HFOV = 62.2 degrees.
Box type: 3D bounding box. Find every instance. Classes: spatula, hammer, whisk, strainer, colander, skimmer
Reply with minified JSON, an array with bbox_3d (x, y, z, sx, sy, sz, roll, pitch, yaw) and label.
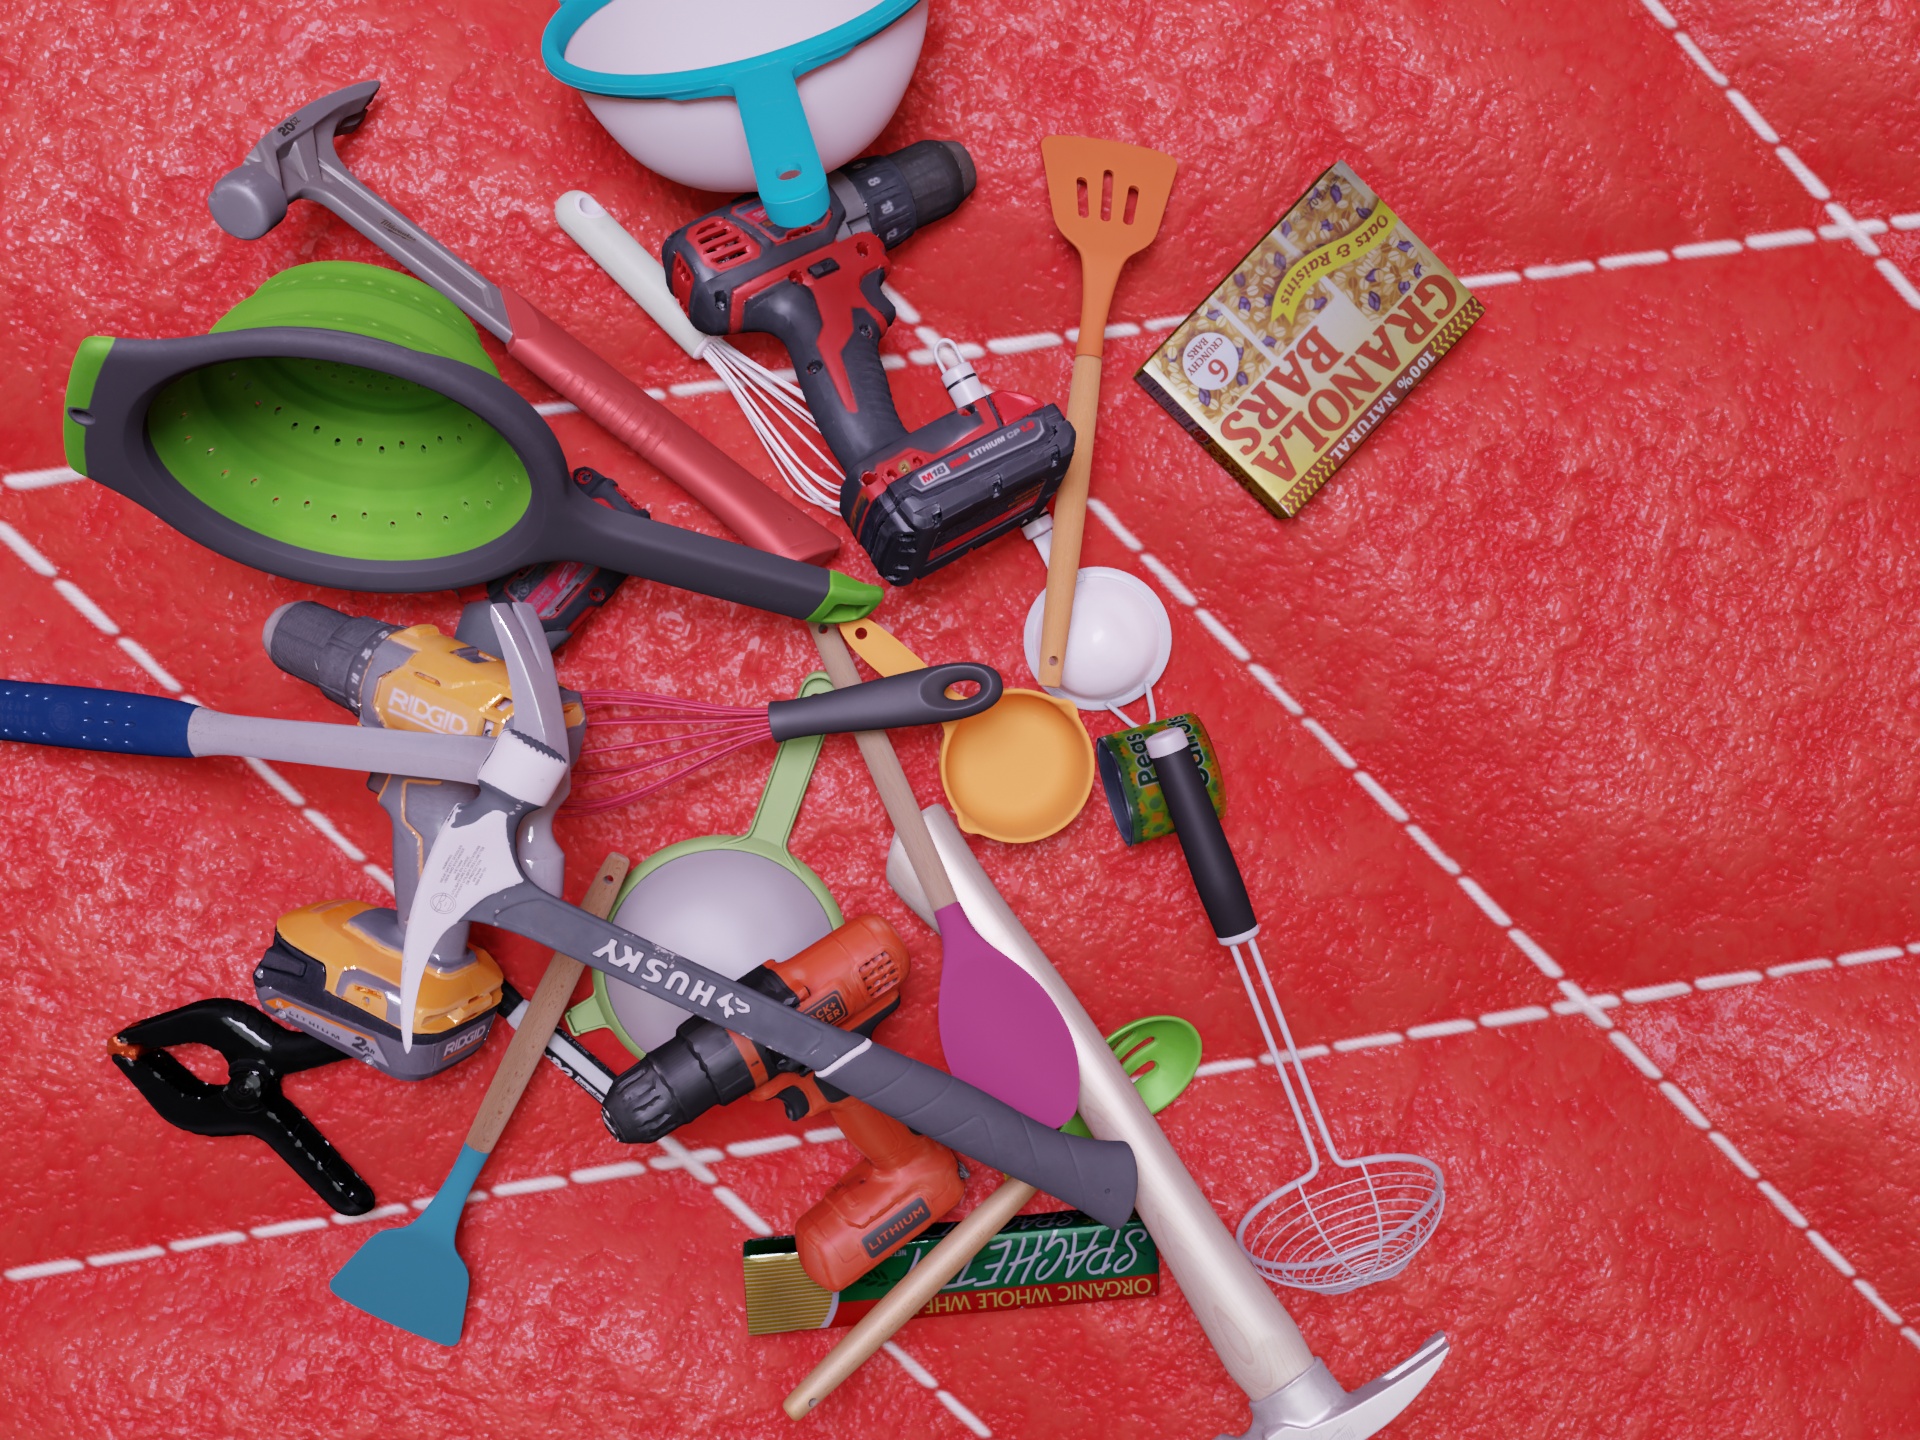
[{"bbox_3d":[-0.263,0.216,0.908,0.082,0.044,0.317,27,93,-4],"label":"spatula"},{"bbox_3d":[0.096,0.218,0.885,0.146,0.038,0.411,-35,81,4],"label":"hammer"},{"bbox_3d":[-0.122,0.003,0.880,0.296,0.073,0.073,-9,95,7],"label":"whisk"},{"bbox_3d":[-0.381,0.001,0.817,0.405,0.035,0.144,5,95,18],"label":"hammer"},{"bbox_3d":[-0.092,-0.298,0.792,0.211,0.341,0.095,-16,135,-1],"label":"strainer"},{"bbox_3d":[-0.214,-0.200,0.872,0.359,0.149,0.036,37,129,-16],"label":"hammer"},{"bbox_3d":[-0.220,-0.134,0.801,0.396,0.204,0.095,13,60,-27],"label":"colander"},{"bbox_3d":[0.047,-0.105,0.921,0.087,0.050,0.258,-28,92,12],"label":"strainer"},{"bbox_3d":[0.069,-0.178,0.900,0.081,0.041,0.322,7,88,-4],"label":"spatula"},{"bbox_3d":[-0.077,0.163,0.783,0.408,0.036,0.149,30,87,-20],"label":"hammer"},{"bbox_3d":[0.176,0.171,0.917,0.127,0.090,0.363,-21,97,5],"label":"skimmer"},{"bbox_3d":[-0.119,0.094,0.903,0.151,0.069,0.256,20,93,-6],"label":"strainer"},{"bbox_3d":[-0.137,-0.207,0.897,0.246,0.059,0.058,45,46,-2],"label":"whisk"}]

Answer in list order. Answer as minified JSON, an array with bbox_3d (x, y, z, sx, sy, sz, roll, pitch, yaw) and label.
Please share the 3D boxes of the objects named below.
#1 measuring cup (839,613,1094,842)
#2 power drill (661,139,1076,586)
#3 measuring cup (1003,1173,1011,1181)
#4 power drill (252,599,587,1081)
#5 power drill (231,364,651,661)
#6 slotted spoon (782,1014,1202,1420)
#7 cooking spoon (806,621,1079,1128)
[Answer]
[{"bbox_3d":[-0.001,-0.003,0.917,0.173,0.052,0.095,40,90,-4],"label":"measuring cup"},{"bbox_3d":[-0.029,-0.207,0.860,0.188,0.080,0.227,-30,79,-20],"label":"power drill"},{"bbox_3d":[0.027,0.206,0.946,0.062,0.029,0.156,-7,97,-4],"label":"measuring cup"},{"bbox_3d":[-0.311,0.055,0.856,0.185,0.084,0.226,22,104,15],"label":"power drill"},{"bbox_3d":[-0.291,-0.126,0.874,0.219,0.078,0.143,43,89,-9],"label":"power drill"},{"bbox_3d":[0.019,0.281,0.914,0.314,0.031,0.070,-41,120,-16],"label":"slotted spoon"},{"bbox_3d":[-0.018,0.080,0.887,0.069,0.017,0.319,-25,81,3],"label":"cooking spoon"}]
